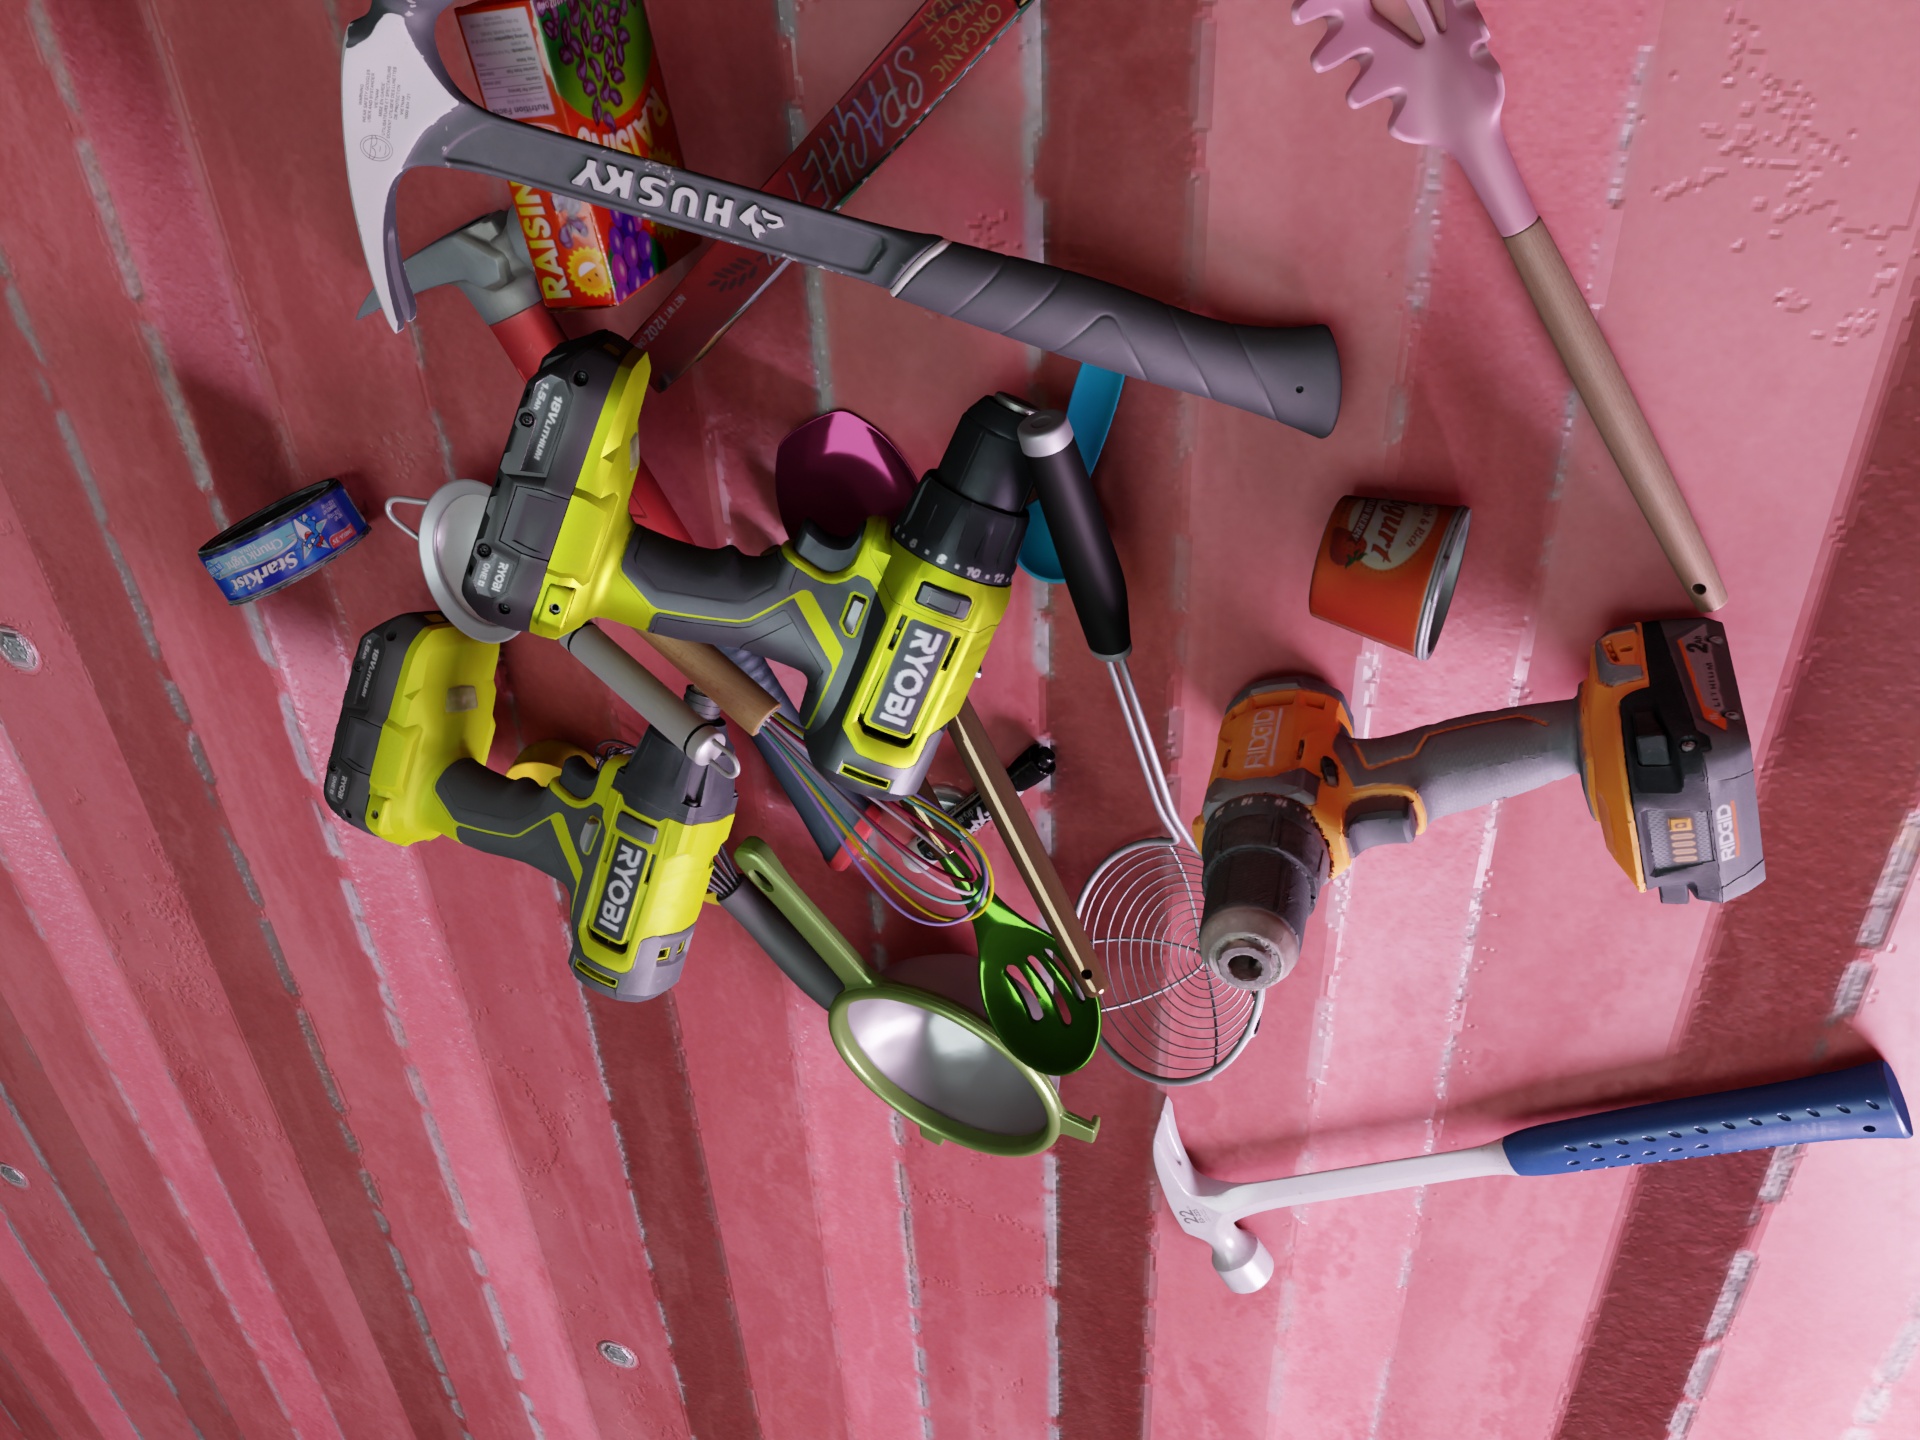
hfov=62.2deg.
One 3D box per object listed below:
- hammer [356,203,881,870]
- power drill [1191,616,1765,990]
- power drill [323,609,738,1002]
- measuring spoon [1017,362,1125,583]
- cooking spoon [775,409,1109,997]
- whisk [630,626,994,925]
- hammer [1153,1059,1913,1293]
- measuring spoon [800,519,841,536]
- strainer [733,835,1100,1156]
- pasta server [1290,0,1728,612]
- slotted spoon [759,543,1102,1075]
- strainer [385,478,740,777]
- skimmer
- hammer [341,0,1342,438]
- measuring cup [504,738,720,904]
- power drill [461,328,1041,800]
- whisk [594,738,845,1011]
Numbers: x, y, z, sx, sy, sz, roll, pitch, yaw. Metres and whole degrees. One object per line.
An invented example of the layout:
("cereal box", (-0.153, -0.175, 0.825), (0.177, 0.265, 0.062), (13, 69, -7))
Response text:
("hammer", (-0.158, -0.075, 0.829), (0.143, 0.038, 0.386), (-9, 122, 36))
("power drill", (0.209, 0.038, 0.671), (0.226, 0.185, 0.084), (-8, 119, 23))
("power drill", (-0.228, 0.029, 0.867), (0.223, 0.080, 0.171), (24, 105, 20))
("measuring spoon", (0.056, -0.123, 0.727), (0.042, 0.021, 0.128), (21, 120, 8))
("cooking spoon", (-0.001, -0.003, 0.784), (0.069, 0.017, 0.319), (-26, 98, 6))
("whisk", (-0.078, 0.011, 0.794), (0.245, 0.051, 0.047), (41, 146, 4))
("hammer", (0.291, 0.238, 0.876), (0.405, 0.035, 0.144), (-21, 114, 33))
("measuring spoon", (-0.050, -0.055, 0.820), (0.034, 0.018, 0.124), (13, 140, 46))
("strainer", (-0.030, 0.145, 0.913), (0.151, 0.069, 0.256), (-18, 118, 47))
("pasta server", (0.225, -0.163, 0.611), (0.060, 0.040, 0.316), (-16, 119, 44))
("slotted spoon", (-0.017, 0.045, 0.827), (0.070, 0.031, 0.313), (-28, 96, 31))
("strainer", (-0.197, -0.047, 0.805), (0.259, 0.050, 0.086), (38, 123, 25))
("skimmer", (0.069, 0.029, 0.755), (0.127, 0.090, 0.362), (22, 145, 43))
("hammer", (-0.037, -0.180, 0.631), (0.409, 0.036, 0.149), (14, 116, -10))
("measuring cup", (-0.203, 0.063, 0.967), (0.156, 0.029, 0.062), (36, 132, -20))
("power drill", (-0.085, -0.085, 0.710), (0.228, 0.080, 0.190), (20, 109, -11))
("whisk", (-0.134, 0.099, 0.947), (0.055, 0.055, 0.238), (-25, 116, 34))
